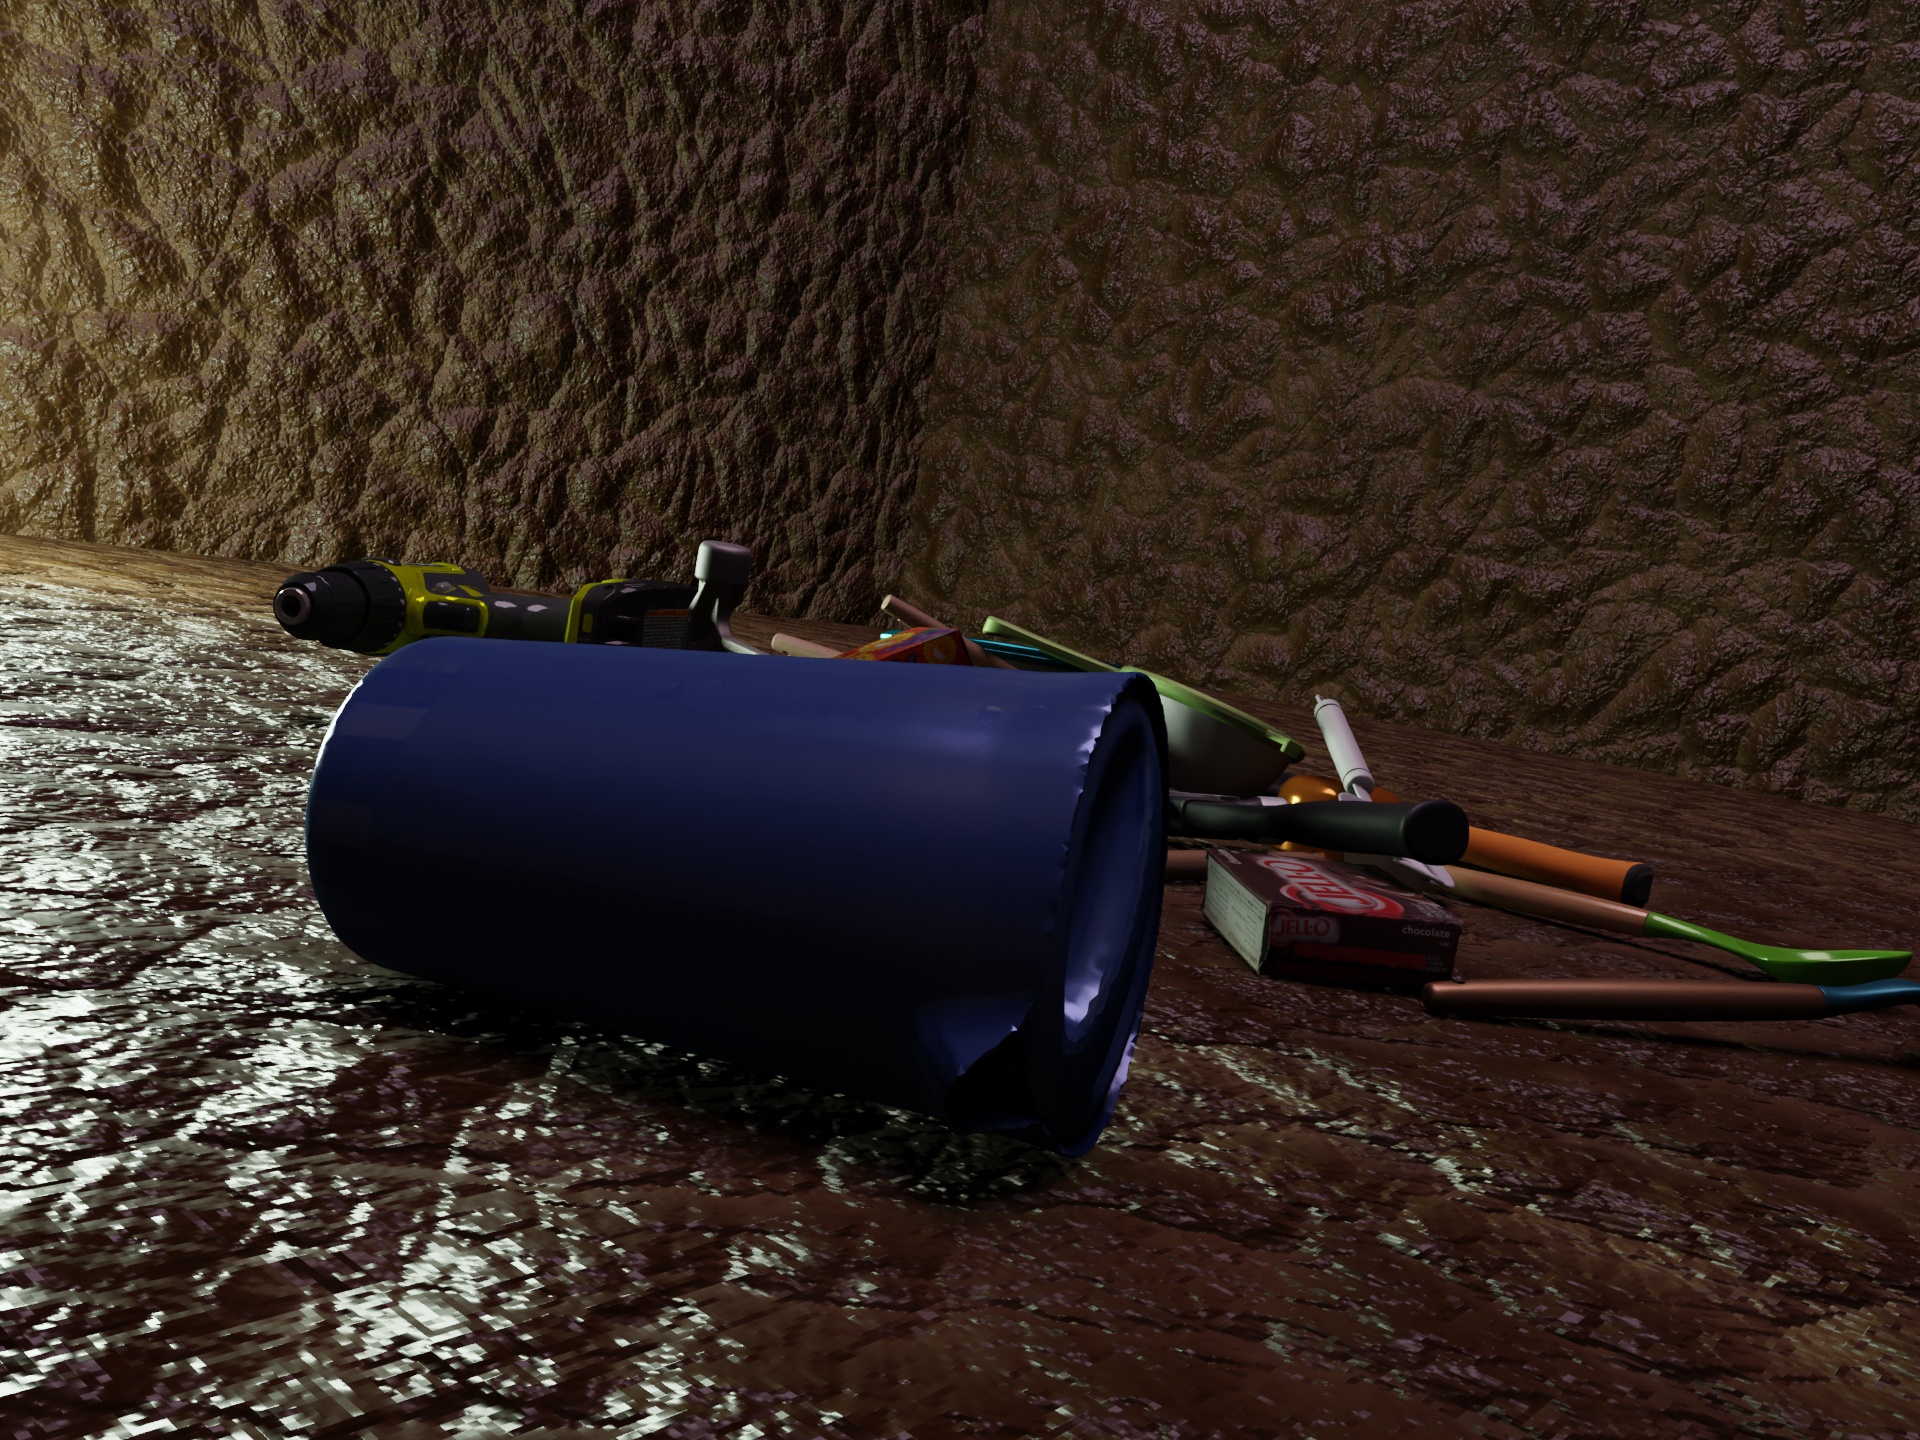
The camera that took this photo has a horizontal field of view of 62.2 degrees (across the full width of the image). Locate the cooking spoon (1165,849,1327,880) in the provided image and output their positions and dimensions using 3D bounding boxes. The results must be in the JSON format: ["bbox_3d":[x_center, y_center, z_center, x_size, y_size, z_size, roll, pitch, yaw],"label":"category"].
[{"bbox_3d":[0.102,0.080,0.877,0.318,0.017,0.069,5,2,-41],"label":"cooking spoon"}]

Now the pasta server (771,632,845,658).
[{"bbox_3d":[-0.002,-0.004,1.129,0.316,0.040,0.060,20,-27,20],"label":"pasta server"}]

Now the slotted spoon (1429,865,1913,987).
[{"bbox_3d":[0.379,0.114,0.934,0.314,0.031,0.070,11,5,42],"label":"slotted spoon"}]

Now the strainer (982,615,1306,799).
[{"bbox_3d":[0.125,0.000,1.182,0.256,0.069,0.151,24,-1,8],"label":"strainer"}]

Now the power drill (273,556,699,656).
[{"bbox_3d":[-0.299,-0.063,1.019,0.228,0.080,0.190,8,6,12],"label":"power drill"}]

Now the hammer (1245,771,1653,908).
[{"bbox_3d":[0.344,0.082,1.177,0.127,0.034,0.337,6,6,-39],"label":"hammer"}]

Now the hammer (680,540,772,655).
[{"bbox_3d":[-0.073,0.002,0.813,0.036,0.149,0.359,5,10,-30],"label":"hammer"}]

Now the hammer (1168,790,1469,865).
[{"bbox_3d":[0.179,0.057,0.898,0.146,0.035,0.335,5,-3,-13],"label":"hammer"}]

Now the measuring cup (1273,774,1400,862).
[{"bbox_3d":[0.222,0.059,1.113,0.174,0.052,0.095,13,6,22],"label":"measuring cup"}]

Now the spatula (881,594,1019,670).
[{"bbox_3d":[0.072,-0.013,1.228,0.315,0.018,0.060,31,-12,-20],"label":"spatula"}]

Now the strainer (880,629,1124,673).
[{"bbox_3d":[0.036,-0.011,1.403,0.211,0.095,0.340,9,-2,4],"label":"strainer"}]

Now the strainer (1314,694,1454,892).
[{"bbox_3d":[0.258,0.047,1.025,0.086,0.050,0.259,32,24,-16],"label":"strainer"}]

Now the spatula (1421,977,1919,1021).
[{"bbox_3d":[0.351,0.134,0.697,0.317,0.044,0.082,3,6,-10],"label":"spatula"}]
